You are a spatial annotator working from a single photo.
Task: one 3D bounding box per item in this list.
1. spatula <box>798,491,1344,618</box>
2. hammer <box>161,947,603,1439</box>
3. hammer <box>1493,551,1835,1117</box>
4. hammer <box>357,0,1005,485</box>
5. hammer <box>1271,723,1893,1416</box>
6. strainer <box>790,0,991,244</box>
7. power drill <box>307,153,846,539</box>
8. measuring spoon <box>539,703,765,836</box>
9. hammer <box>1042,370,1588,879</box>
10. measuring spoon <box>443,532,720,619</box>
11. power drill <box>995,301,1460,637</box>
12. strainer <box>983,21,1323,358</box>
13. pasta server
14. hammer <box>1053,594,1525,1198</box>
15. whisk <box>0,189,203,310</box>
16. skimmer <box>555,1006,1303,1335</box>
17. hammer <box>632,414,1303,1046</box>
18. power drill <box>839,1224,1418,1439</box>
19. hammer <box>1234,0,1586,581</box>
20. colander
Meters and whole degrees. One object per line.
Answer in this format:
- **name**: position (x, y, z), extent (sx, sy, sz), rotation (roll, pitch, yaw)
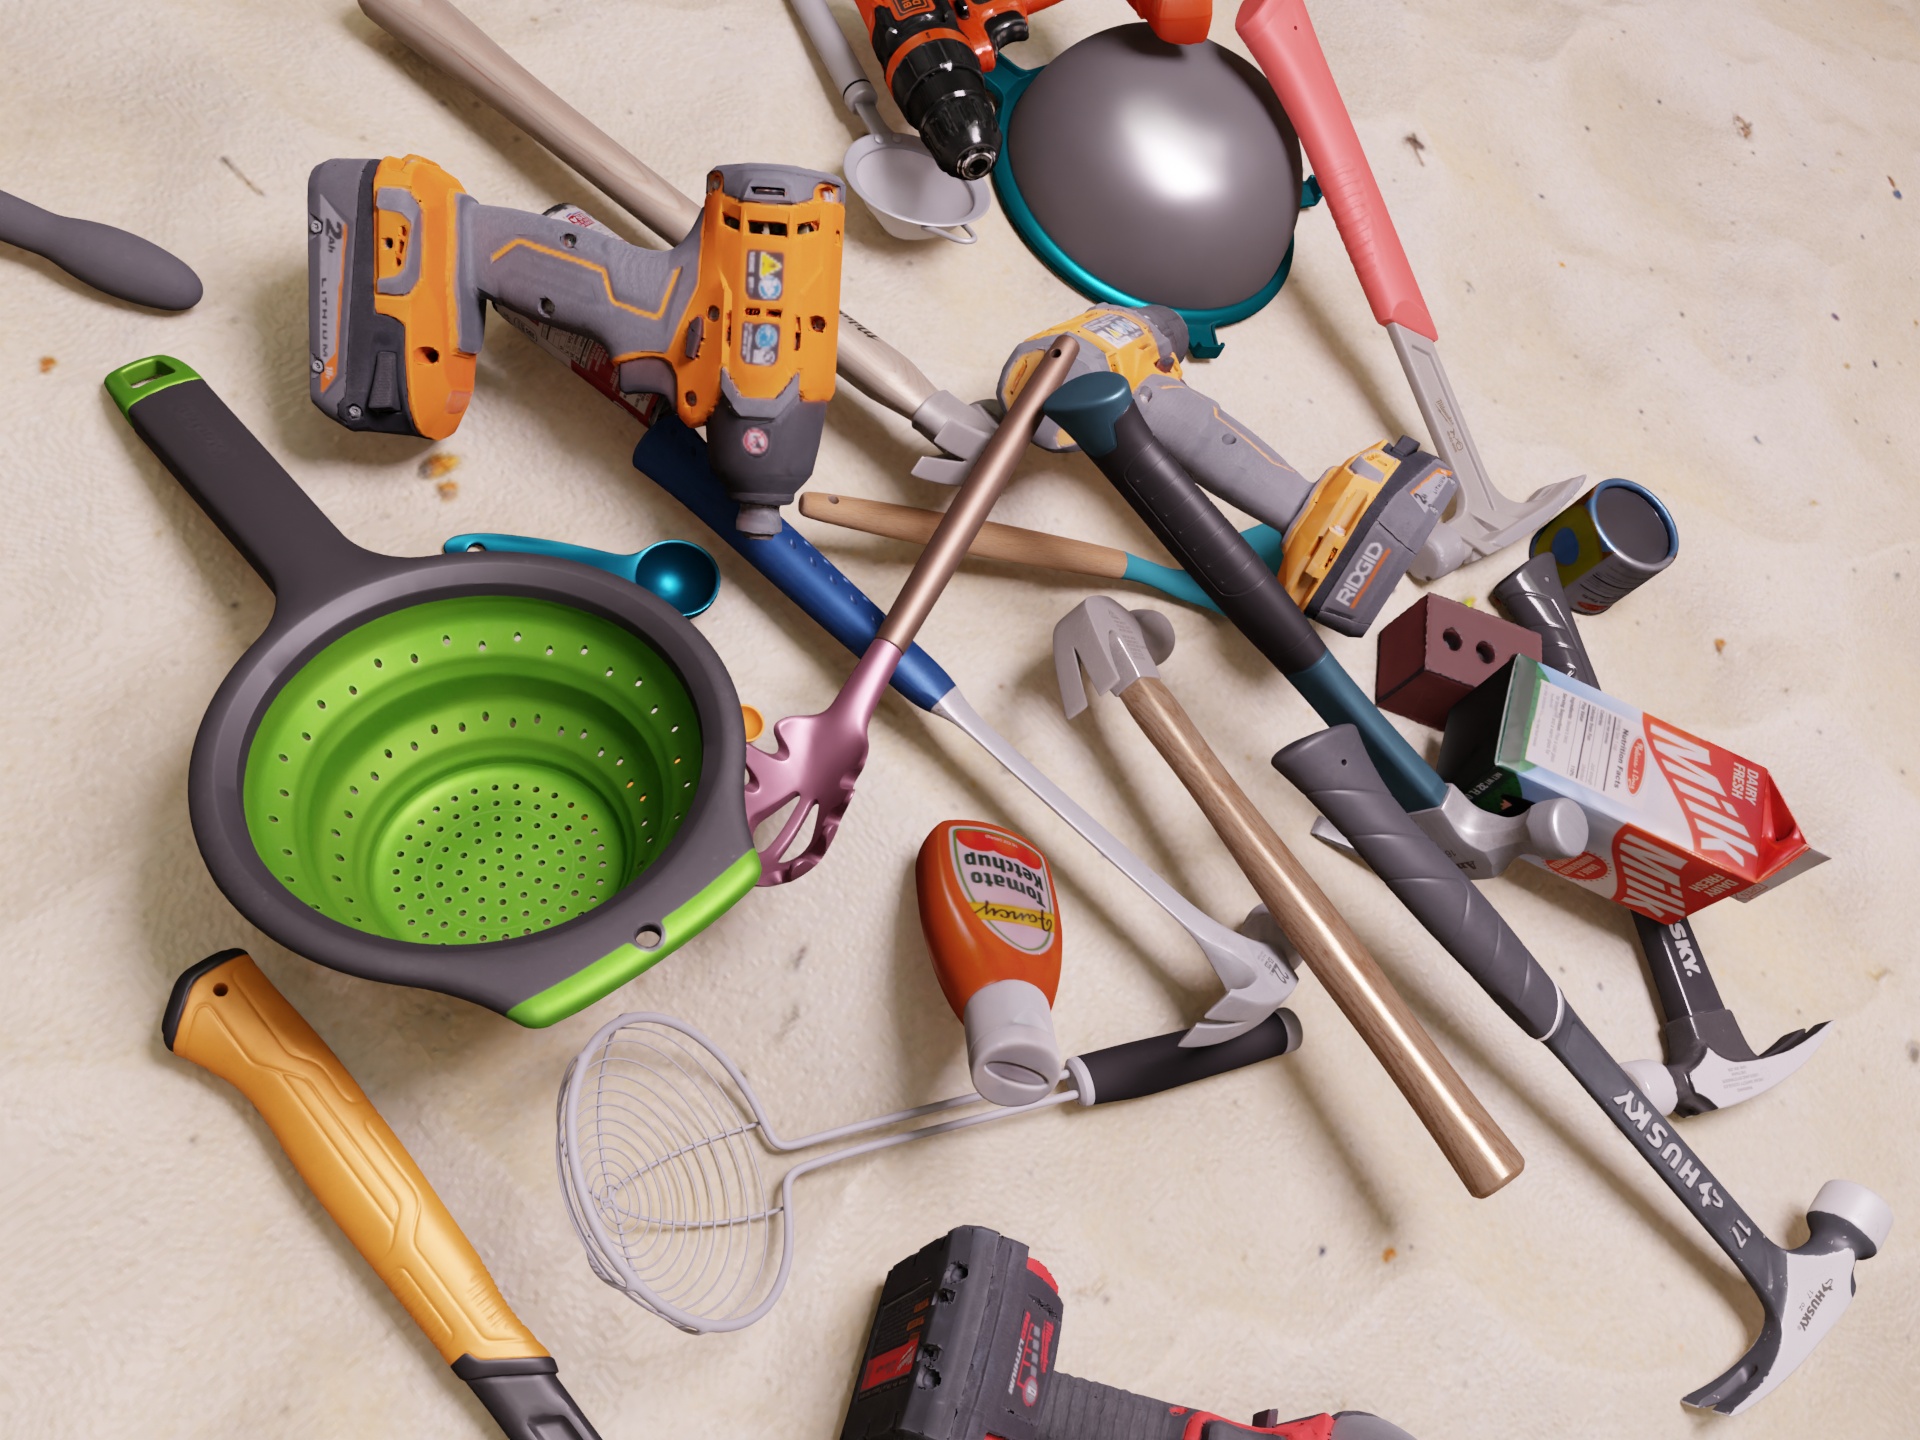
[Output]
- **spatula**: position (0.067, -0.095, 0.836), extent (0.317, 0.044, 0.082), rotation (7, 49, -27)
- **hammer**: position (-0.180, 0.219, 0.603), extent (0.127, 0.034, 0.337), rotation (-37, 83, -31)
- **hammer**: position (0.382, 0.054, 0.911), extent (0.146, 0.035, 0.335), rotation (-3, 67, -23)
- **hammer**: position (-0.146, -0.255, 0.810), extent (0.410, 0.038, 0.146), rotation (38, 17, 3)
- **hammer**: position (0.294, 0.160, 0.779), extent (0.409, 0.036, 0.149), rotation (48, 68, -6)
- **strainer**: position (-0.054, -0.356, 0.929), extent (0.087, 0.050, 0.259), rotation (-13, 66, -29)
- **power drill**: position (-0.168, -0.169, 0.717), extent (0.226, 0.084, 0.164), rotation (4, 101, 1)
- **measuring spoon**: position (-0.140, 0.024, 0.729), extent (0.117, 0.011, 0.021), rotation (-30, 80, -27)
- **hammer**: position (0.160, -0.040, 0.776), extent (0.330, 0.128, 0.033), rotation (47, 55, -16)
- **measuring spoon**: position (-0.179, -0.070, 0.757), extent (0.128, 0.021, 0.042), rotation (8, 64, -8)
- **power drill**: position (0.148, -0.151, 0.855), extent (0.226, 0.084, 0.185), rotation (33, 32, 10)
- **strainer**: position (0.080, -0.388, 0.965), extent (0.340, 0.095, 0.211), rotation (36, 58, -4)
- **pasta server**: position (-0.021, -0.058, 0.711), extent (0.060, 0.040, 0.316), rotation (22, 68, 19)
- **hammer**: position (0.148, 0.074, 0.746), extent (0.331, 0.031, 0.130), rotation (56, 24, 18)
- **whisk**: position (-0.479, -0.245, 0.697), extent (0.284, 0.070, 0.070), rotation (21, 60, -18)
- **skimmer**: position (0.009, 0.158, 0.675), extent (0.363, 0.090, 0.127), rotation (-8, 63, -25)
- **hammer**: position (-0.001, -0.002, 0.755), extent (0.405, 0.035, 0.144), rotation (42, 22, 6)
- **power drill**: position (0.076, 0.276, 0.617), extent (0.219, 0.143, 0.079), rotation (23, 57, -8)
- **hammer**: position (0.260, -0.270, 0.952), extent (0.149, 0.037, 0.359), rotation (-29, 99, -29)
- **colander**: position (-0.245, -0.016, 0.670), extent (0.204, 0.094, 0.397), rotation (-34, 63, -29)
